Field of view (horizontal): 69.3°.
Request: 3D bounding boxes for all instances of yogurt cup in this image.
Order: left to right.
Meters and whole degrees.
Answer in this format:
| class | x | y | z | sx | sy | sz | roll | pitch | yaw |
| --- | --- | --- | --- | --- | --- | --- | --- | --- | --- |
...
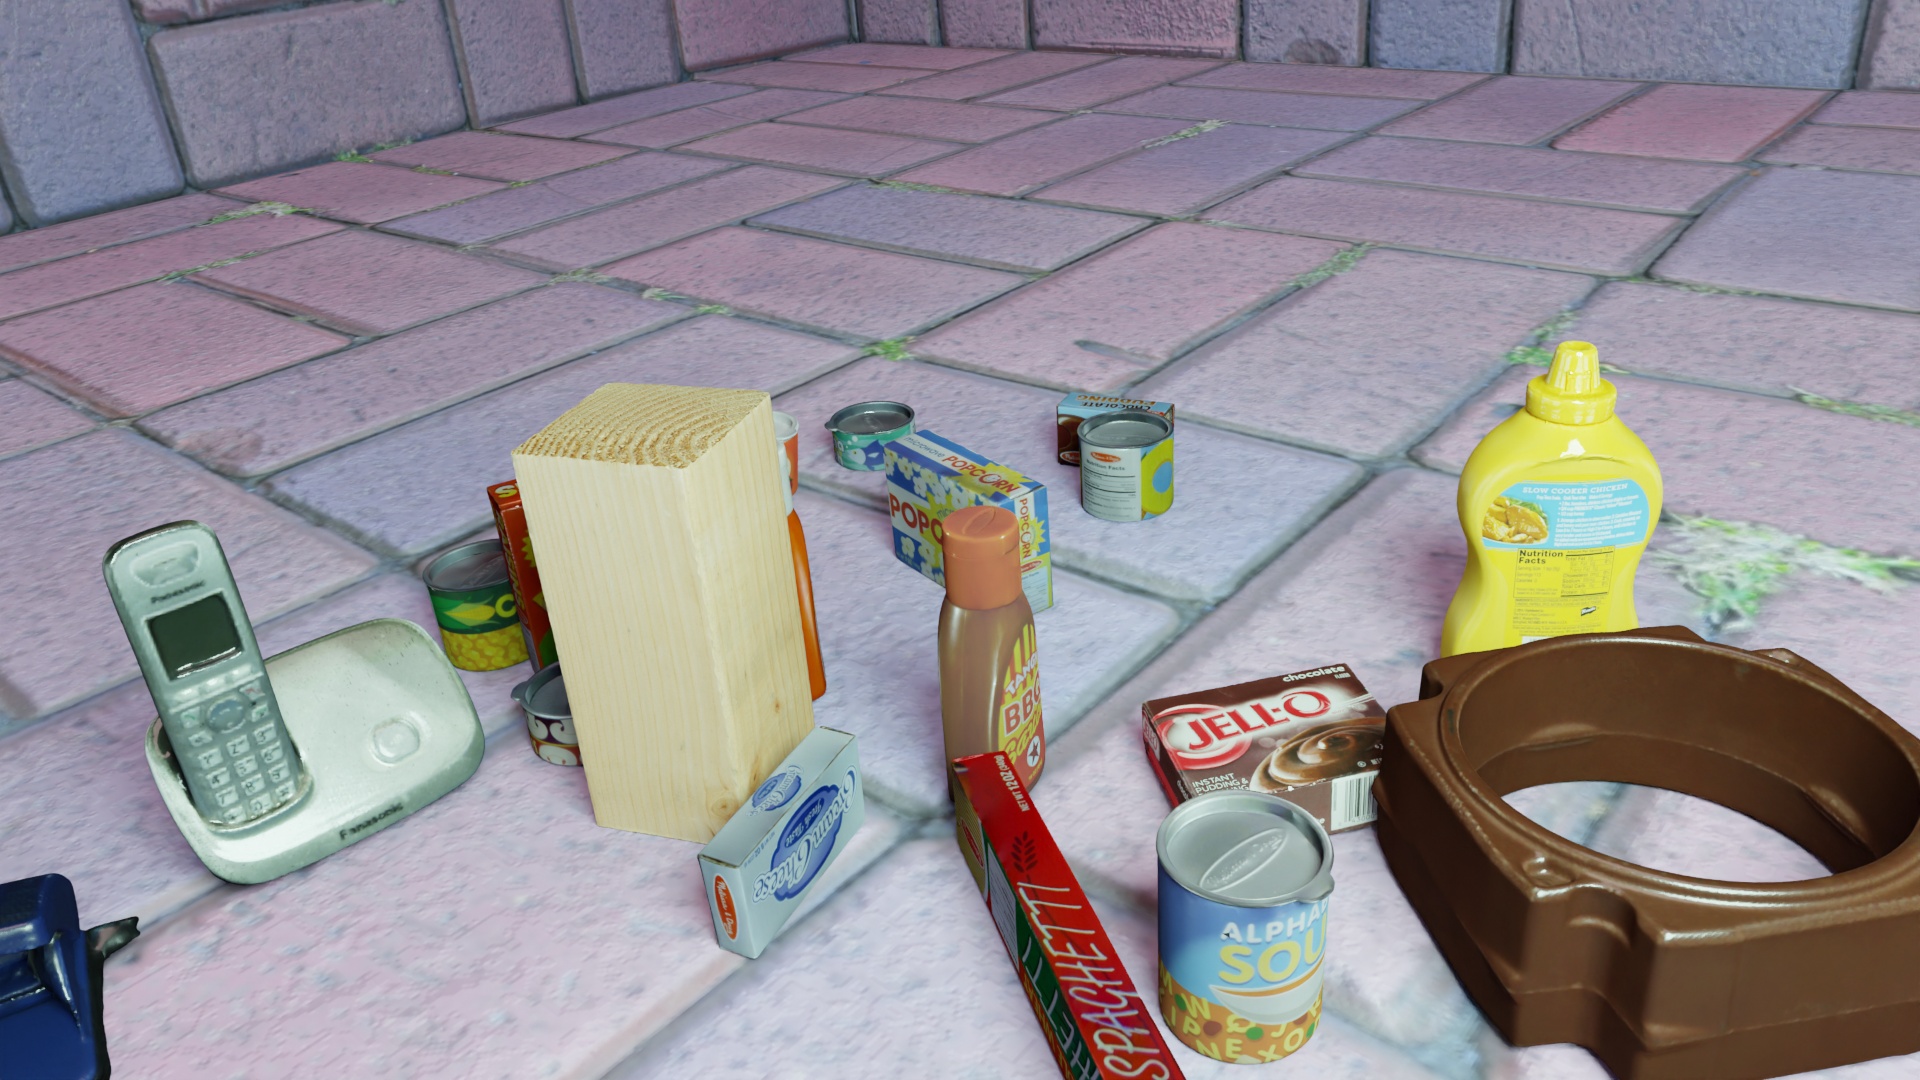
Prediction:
| class | x | y | z | sx | sy | sz | roll | pitch | yaw |
| --- | --- | --- | --- | --- | --- | --- | --- | --- | --- |
| yogurt cup | -0.151 | -0.060 | 1.028 | 0.072 | 0.053 | 0.073 | -4 | 27 | 2 |

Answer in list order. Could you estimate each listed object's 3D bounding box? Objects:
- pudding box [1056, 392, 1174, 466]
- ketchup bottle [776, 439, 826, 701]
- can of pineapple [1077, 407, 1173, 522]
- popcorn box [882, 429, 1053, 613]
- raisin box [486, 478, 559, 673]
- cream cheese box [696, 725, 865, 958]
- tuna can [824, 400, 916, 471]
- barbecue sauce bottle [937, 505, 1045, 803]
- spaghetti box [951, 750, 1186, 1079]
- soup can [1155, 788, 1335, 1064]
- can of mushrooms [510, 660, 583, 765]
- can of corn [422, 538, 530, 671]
| class | x | y | z | sx | sy | sz | roll | pitch | yaw |
| --- | --- | --- | --- | --- | --- | --- | --- | --- | --- |
| pudding box | 0.115 | -0.079 | 1.029 | 0.084 | 0.049 | 0.030 | 8 | 30 | 23 |
| ketchup bottle | -0.107 | 0.017 | 0.769 | 0.044 | 0.148 | 0.065 | -17 | 29 | -22 |
| can of pineapple | 0.117 | -0.053 | 0.969 | 0.071 | 0.057 | 0.071 | -4 | 27 | 2 |
| popcorn box | 0.003 | -0.011 | 0.876 | 0.038 | 0.084 | 0.127 | -22 | 32 | -30 |
| raisin box | -0.219 | 0.017 | 0.814 | 0.086 | 0.122 | 0.040 | -18 | 30 | -24 |
| cream cheese box | -0.080 | 0.136 | 0.638 | 0.024 | 0.053 | 0.104 | 8 | 30 | 24 |
| tuna can | -0.069 | -0.081 | 1.079 | 0.071 | 0.032 | 0.071 | -4 | 27 | 2 |
| barbecue sauce bottle | 0.014 | 0.056 | 0.675 | 0.043 | 0.147 | 0.065 | 9 | 30 | 25 |
| spaghetti box | 0.044 | 0.174 | 0.551 | 0.029 | 0.050 | 0.251 | -11 | 28 | -13 |
| soup can | 0.112 | 0.153 | 0.544 | 0.071 | 0.083 | 0.072 | -4 | 27 | 2 |
| can of mushrooms | -0.208 | 0.092 | 0.765 | 0.071 | 0.033 | 0.071 | -4 | 27 | 2 |
| can of corn | -0.287 | 0.039 | 0.853 | 0.071 | 0.058 | 0.071 | -4 | 27 | 2 |
